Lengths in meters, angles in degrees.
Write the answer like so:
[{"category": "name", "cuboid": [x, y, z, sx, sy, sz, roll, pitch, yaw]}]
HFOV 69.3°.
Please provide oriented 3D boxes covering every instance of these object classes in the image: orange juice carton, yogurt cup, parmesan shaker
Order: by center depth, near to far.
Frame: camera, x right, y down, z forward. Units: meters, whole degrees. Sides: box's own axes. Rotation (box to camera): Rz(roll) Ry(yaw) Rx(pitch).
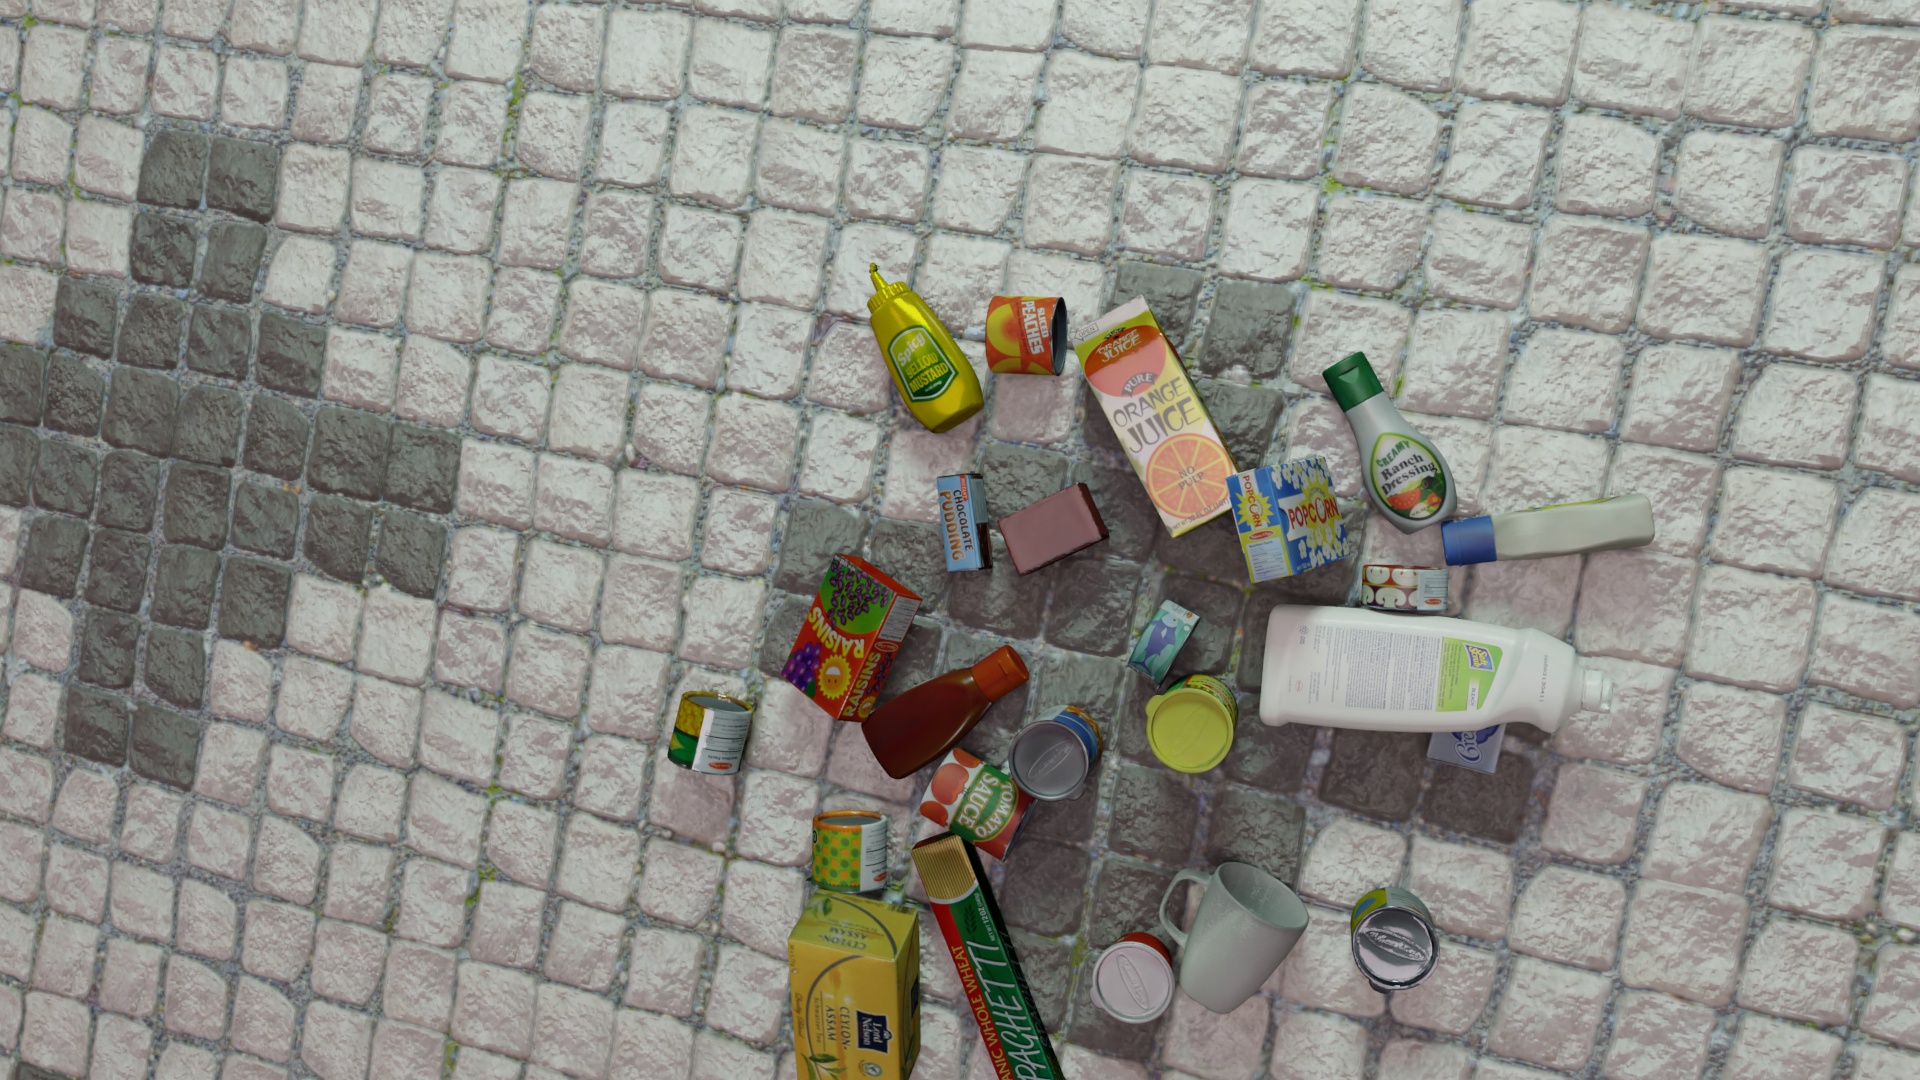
[{"category": "parmesan shaker", "cuboid": [0.186, 0.143, 1.119, 0.071, 0.103, 0.071, 0, 92, 14]}, {"category": "orange juice carton", "cuboid": [0.163, -0.102, 1.134, 0.071, 0.073, 0.193, -29, 84, 13]}, {"category": "yogurt cup", "cuboid": [0.147, 0.361, 1.159, 0.072, 0.054, 0.072, 0, 92, 14]}]

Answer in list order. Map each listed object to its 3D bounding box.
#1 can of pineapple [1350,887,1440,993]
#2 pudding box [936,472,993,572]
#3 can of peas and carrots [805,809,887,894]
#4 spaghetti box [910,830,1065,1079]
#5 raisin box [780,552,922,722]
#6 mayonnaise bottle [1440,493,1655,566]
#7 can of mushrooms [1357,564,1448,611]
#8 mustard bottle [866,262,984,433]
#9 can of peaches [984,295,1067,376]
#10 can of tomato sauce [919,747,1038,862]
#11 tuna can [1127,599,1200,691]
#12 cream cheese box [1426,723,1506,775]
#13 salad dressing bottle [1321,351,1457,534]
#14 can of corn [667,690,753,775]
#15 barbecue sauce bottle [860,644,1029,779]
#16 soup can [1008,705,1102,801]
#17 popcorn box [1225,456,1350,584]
[{"category": "can of pineapple", "cuboid": [0.344, 0.317, 1.107, 0.071, 0.058, 0.071, 0, 92, 14]}, {"category": "pudding box", "cuboid": [0.004, -0.015, 1.188, 0.030, 0.050, 0.083, -7, 90, 16]}, {"category": "can of peas and carrots", "cuboid": [-0.099, 0.270, 1.212, 0.071, 0.071, 0.058, 2, 91, 14]}, {"category": "spaghetti box", "cuboid": [0.026, 0.374, 1.203, 0.050, 0.029, 0.250, -23, 86, 14]}, {"category": "raisin box", "cuboid": [-0.096, 0.084, 1.206, 0.086, 0.040, 0.123, 31, 99, 38]}, {"category": "mayonnaise bottle", "cuboid": [0.450, -0.007, 1.072, 0.148, 0.065, 0.041, -8, 87, 18]}, {"category": "can of mushrooms", "cuboid": [0.348, 0.037, 1.096, 0.071, 0.071, 0.033, 3, 93, 14]}, {"category": "mustard bottle", "cuboid": [-0.041, -0.171, 1.196, 0.065, 0.049, 0.160, -32, 84, 11]}, {"category": "can of peaches", "cuboid": [0.055, -0.172, 1.161, 0.058, 0.071, 0.071, 4, 93, 15]}, {"category": "can of tomato sauce", "cuboid": [0.016, 0.223, 1.180, 0.083, 0.071, 0.071, 28, 98, 12]}, {"category": "tuna can", "cuboid": [0.166, 0.086, 1.141, 0.033, 0.071, 0.071, 31, 99, 13]}, {"category": "cream cheese box", "cuboid": [0.408, 0.129, 1.103, 0.053, 0.024, 0.103, 13, 94, 15]}, {"category": "salad dressing bottle", "cuboid": [0.339, -0.078, 1.106, 0.064, 0.044, 0.147, -29, 84, 14]}, {"category": "can of corn", "cuboid": [-0.225, 0.171, 1.243, 0.071, 0.071, 0.058, 15, 95, 13]}, {"category": "barbecue sauce bottle", "cuboid": [-0.011, 0.144, 1.199, 0.148, 0.043, 0.065, -34, 78, 12]}, {"category": "soup can", "cuboid": [0.082, 0.178, 1.155, 0.071, 0.084, 0.071, 1, 92, 14]}, {"category": "popcorn box", "cuboid": [0.257, -0.018, 1.084, 0.038, 0.127, 0.085, -15, 88, 35]}]
